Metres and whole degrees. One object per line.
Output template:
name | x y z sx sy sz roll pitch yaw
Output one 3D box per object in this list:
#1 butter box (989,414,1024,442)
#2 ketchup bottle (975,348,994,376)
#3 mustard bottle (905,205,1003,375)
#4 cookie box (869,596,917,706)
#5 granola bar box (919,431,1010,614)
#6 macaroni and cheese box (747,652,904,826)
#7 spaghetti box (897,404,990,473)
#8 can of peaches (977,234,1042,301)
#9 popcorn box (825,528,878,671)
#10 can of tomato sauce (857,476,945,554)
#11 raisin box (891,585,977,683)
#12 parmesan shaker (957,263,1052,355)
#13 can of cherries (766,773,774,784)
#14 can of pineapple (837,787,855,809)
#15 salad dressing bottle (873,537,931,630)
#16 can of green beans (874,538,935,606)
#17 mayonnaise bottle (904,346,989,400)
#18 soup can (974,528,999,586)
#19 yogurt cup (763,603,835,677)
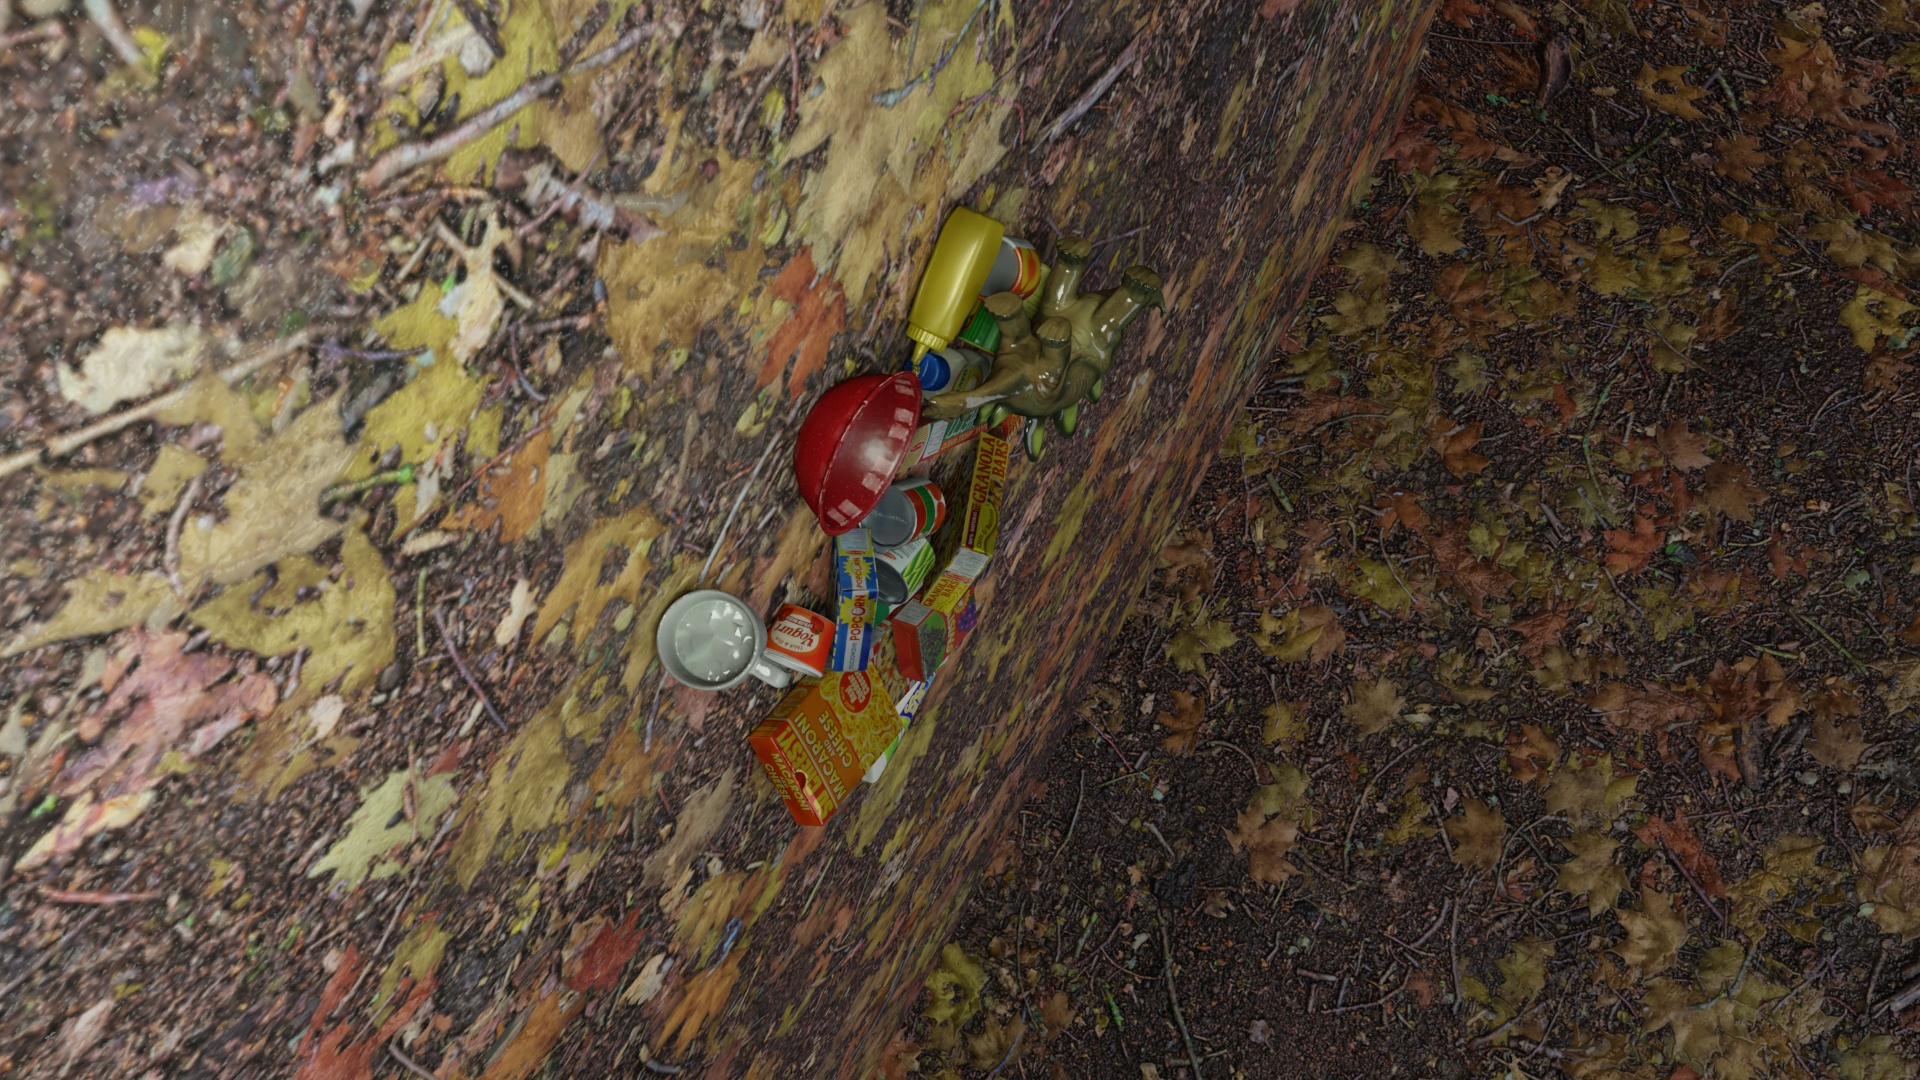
butter box | 0.070 -0.170 1.686 0.104 0.024 0.053 -57 164 -19
ketchup bottle | 0.050 -0.229 1.489 0.148 0.043 0.065 -63 169 3
mustard bottle | -0.014 -0.227 1.278 0.160 0.049 0.065 -64 164 9
cookie box | -0.076 0.126 1.637 0.168 0.040 0.122 -46 145 -44
granola bar box | 0.005 -0.019 1.528 0.123 0.039 0.166 126 -20 -48
macaroni and cheese box | -0.140 0.204 1.492 0.167 0.040 0.123 -48 122 -42
spaghetti box | -0.018 -0.121 1.475 0.251 0.029 0.050 -32 145 -62
can of peaches | 0.039 -0.262 1.352 0.071 0.071 0.058 -67 163 16
popcorn box | -0.110 0.060 1.388 0.126 0.038 0.085 101 -16 -44
can of tomato sauce | -0.060 -0.027 1.427 0.071 0.071 0.083 -67 164 17
raisin box | -0.029 0.094 1.618 0.124 0.040 0.085 -46 141 -42
parmesan shaker | 0.049 -0.240 1.424 0.103 0.071 0.071 -65 164 6
can of cherries | -0.170 0.255 1.539 0.058 0.071 0.071 -56 163 -23
can of pineapple | -0.156 0.275 1.641 0.071 0.058 0.070 -55 163 -26
salad dressing bottle | -0.075 0.051 1.558 0.148 0.044 0.064 -45 163 -44
can of green beans | -0.069 0.026 1.490 0.058 0.071 0.071 -51 161 -37
mayonnaise bottle | -0.015 -0.164 1.391 0.064 0.041 0.148 -65 165 10
soup can | 0.004 0.012 1.695 0.083 0.071 0.071 -66 164 12
yogurt cup | -0.155 0.095 1.337 0.072 0.072 0.054 63 48 -71
